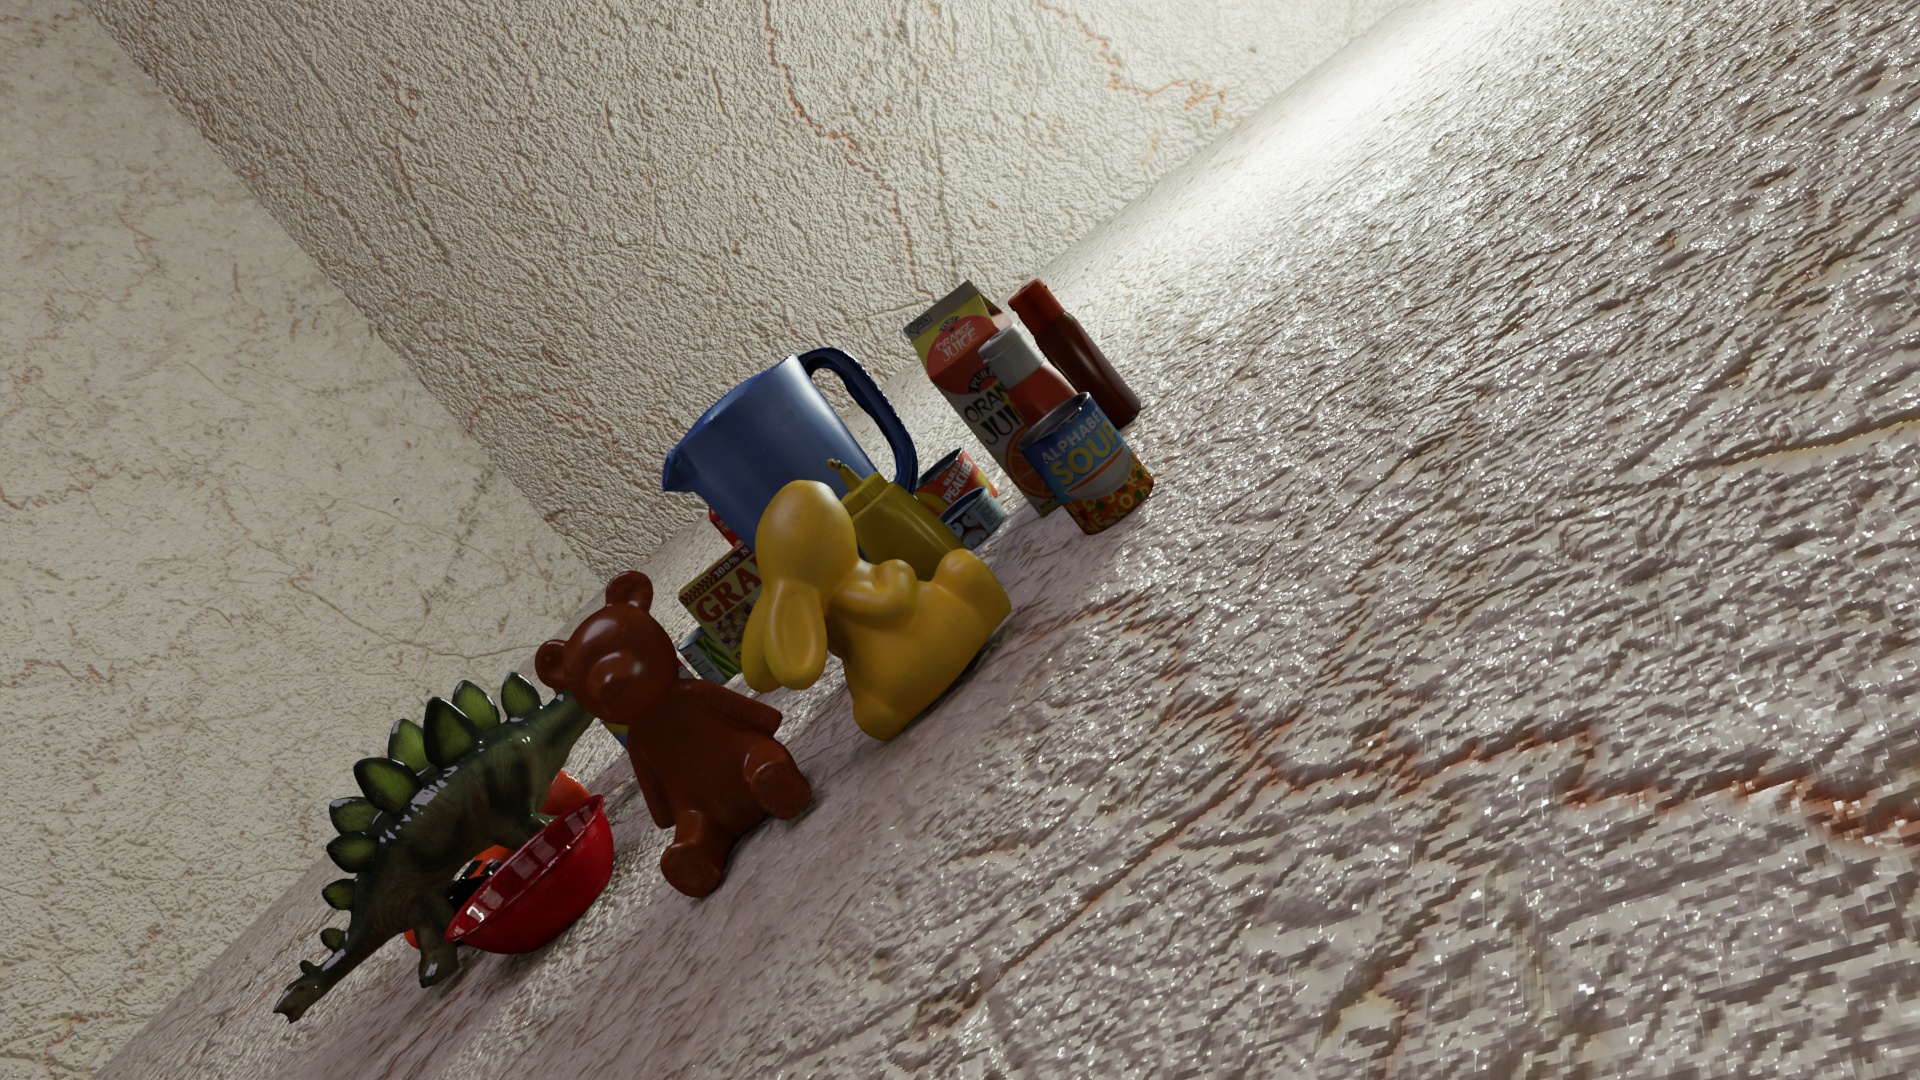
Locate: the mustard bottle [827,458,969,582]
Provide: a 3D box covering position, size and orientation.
[{"bbox_3d":[-0.044,-0.003,1.045,0.065,0.160,0.049,-36,12,16],"label":"mustard bottle"}]

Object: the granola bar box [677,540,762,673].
[{"bbox_3d":[-0.166,0.045,1.327,0.165,0.124,0.039,-39,11,-1],"label":"granola bar box"}]

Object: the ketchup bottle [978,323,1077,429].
[{"bbox_3d":[0.072,-0.099,1.077,0.043,0.148,0.064,-42,12,-15],"label":"ketchup bottle"}]

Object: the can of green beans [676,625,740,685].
[{"bbox_3d":[-0.265,0.119,1.514,0.071,0.057,0.071,-37,12,9],"label":"can of green beans"}]

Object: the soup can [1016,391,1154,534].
[{"bbox_3d":[0.093,-0.056,1.014,0.071,0.083,0.071,-37,12,9],"label":"soup can"}]

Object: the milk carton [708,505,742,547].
[{"bbox_3d":[-0.189,-0.013,1.447,0.072,0.190,0.074,-30,14,38],"label":"milk carton"}]

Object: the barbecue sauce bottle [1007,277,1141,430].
[{"bbox_3d":[0.101,-0.165,1.239,0.043,0.148,0.065,-37,12,13],"label":"barbecue sauce bottle"}]

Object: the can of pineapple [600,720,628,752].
[{"bbox_3d":[-0.334,0.189,1.463,0.071,0.058,0.071,-37,12,9],"label":"can of pineapple"}]

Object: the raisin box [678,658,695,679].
[{"bbox_3d":[-0.340,0.135,1.523,0.040,0.123,0.086,-44,12,-24],"label":"raisin box"}]

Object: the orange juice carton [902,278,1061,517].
[{"bbox_3d":[0.039,-0.122,1.157,0.071,0.192,0.073,-36,12,16],"label":"orange juice carton"}]

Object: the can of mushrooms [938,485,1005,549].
[{"bbox_3d":[0.004,-0.016,1.256,0.071,0.033,0.071,-37,12,9],"label":"can of mushrooms"}]

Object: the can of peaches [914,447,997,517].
[{"bbox_3d":[-0.005,-0.048,1.345,0.071,0.058,0.071,-37,12,9],"label":"can of peaches"}]
